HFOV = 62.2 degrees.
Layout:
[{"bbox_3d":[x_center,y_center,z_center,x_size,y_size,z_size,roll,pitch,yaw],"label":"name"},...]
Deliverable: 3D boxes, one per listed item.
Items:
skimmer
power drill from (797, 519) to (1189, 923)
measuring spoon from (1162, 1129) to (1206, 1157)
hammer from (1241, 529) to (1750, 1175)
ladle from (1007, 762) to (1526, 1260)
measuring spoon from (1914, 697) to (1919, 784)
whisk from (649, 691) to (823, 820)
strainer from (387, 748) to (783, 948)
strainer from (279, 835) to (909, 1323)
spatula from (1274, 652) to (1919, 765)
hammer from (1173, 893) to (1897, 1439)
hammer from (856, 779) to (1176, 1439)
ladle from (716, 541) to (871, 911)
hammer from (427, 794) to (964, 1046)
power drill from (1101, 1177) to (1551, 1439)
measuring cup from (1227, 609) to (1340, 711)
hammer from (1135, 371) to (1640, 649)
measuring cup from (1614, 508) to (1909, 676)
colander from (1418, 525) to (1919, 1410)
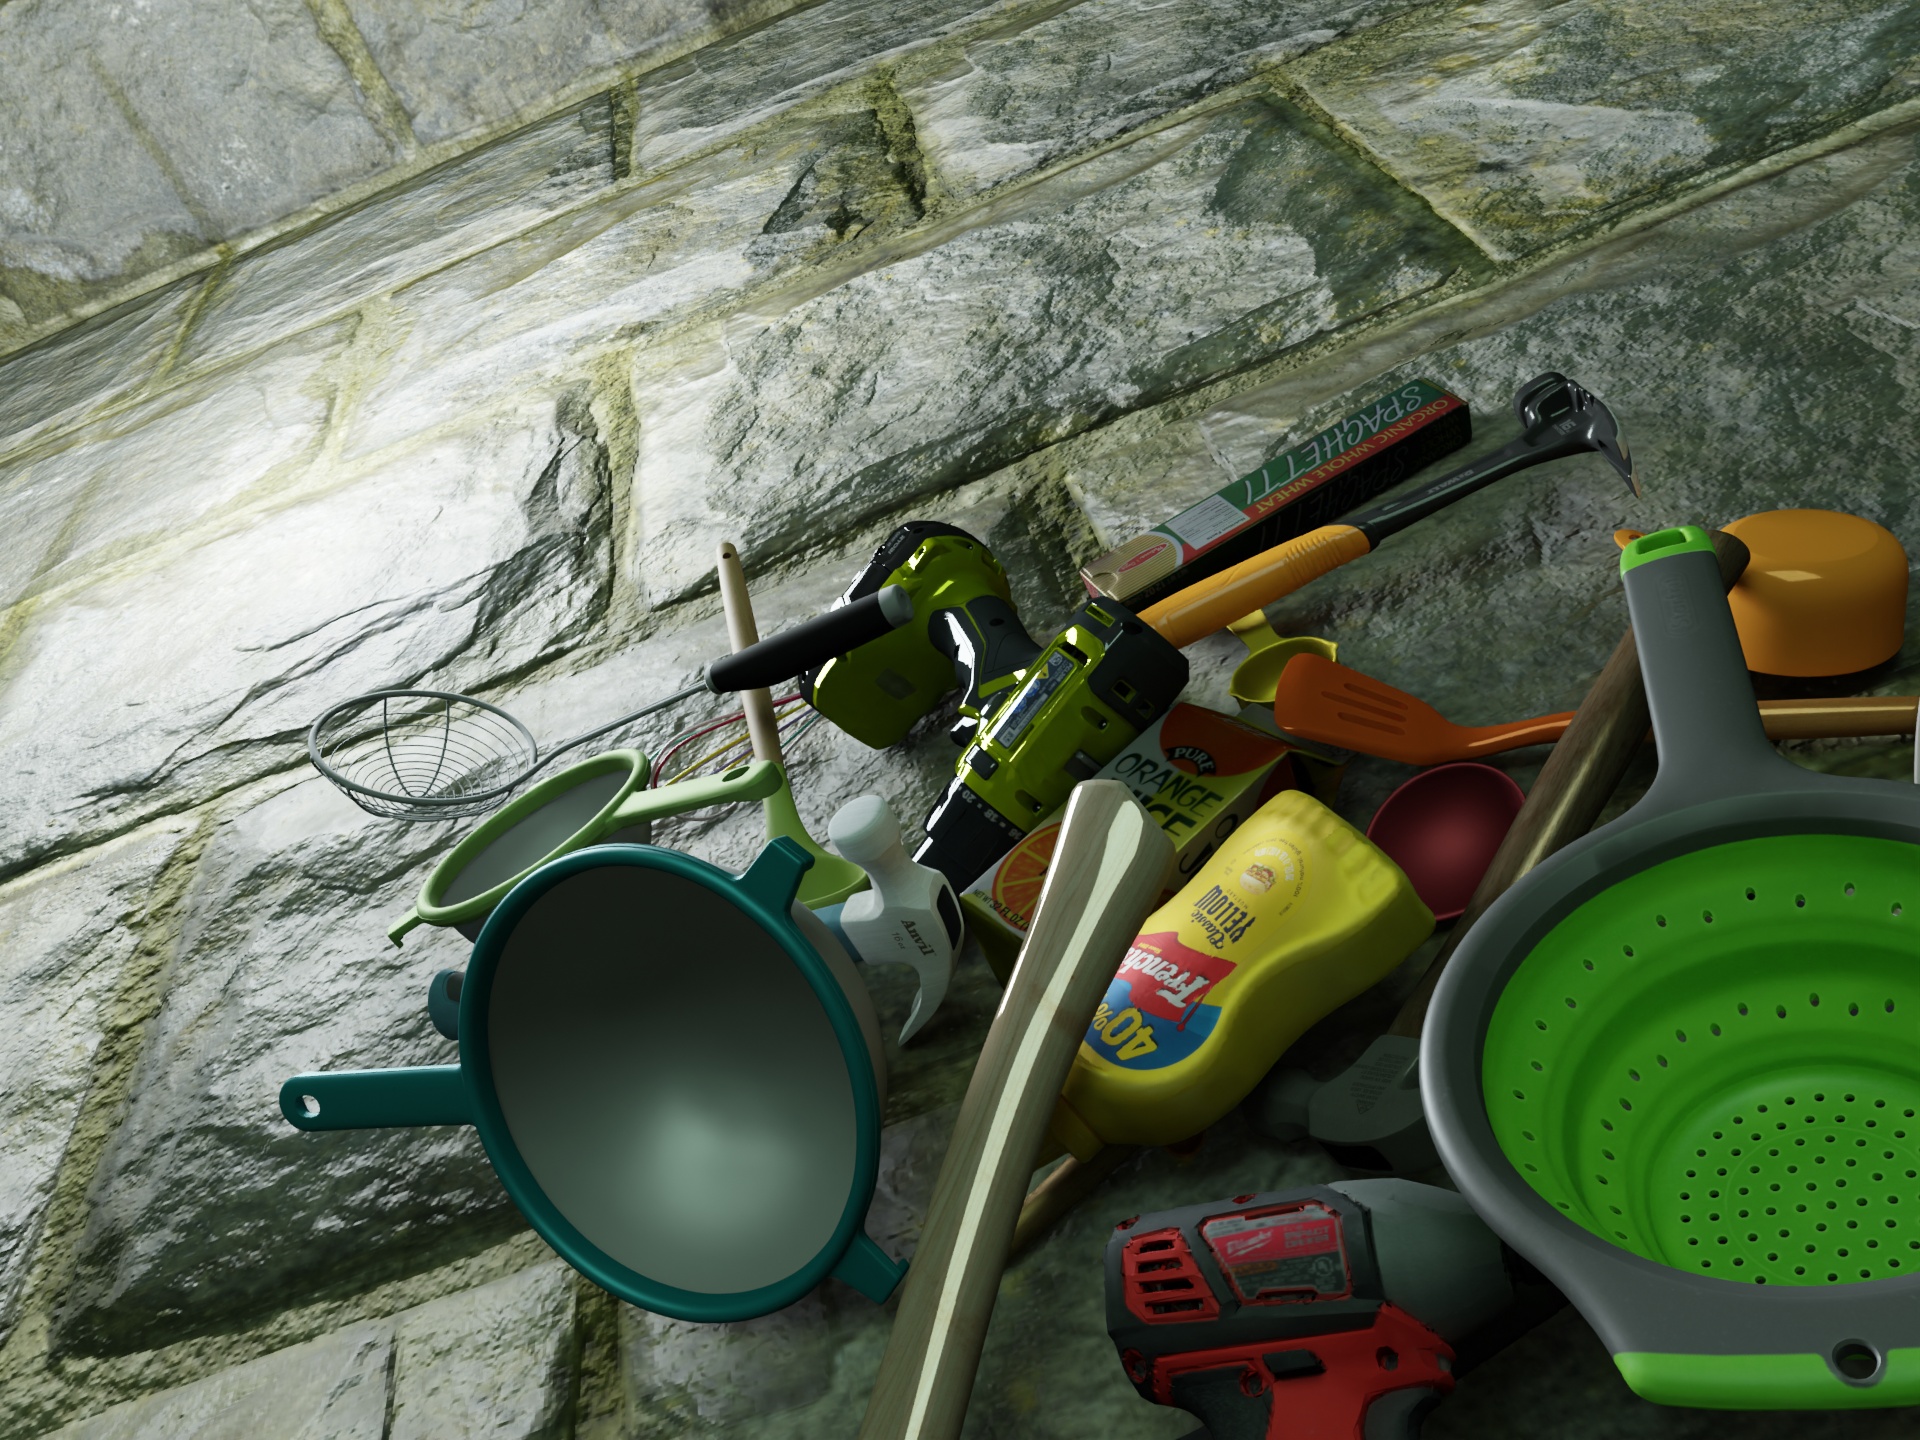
[{"bbox_3d":[-0.202,-0.026,0.900,0.363,0.090,0.127,-21,19,20],"label":"skimmer"},{"bbox_3d":[-0.001,-0.003,0.851,0.190,0.080,0.229,-51,35,3],"label":"power drill"},{"bbox_3d":[0.123,0.137,0.669,0.021,0.011,0.117,32,69,29],"label":"measuring spoon"},{"bbox_3d":[0.243,0.043,0.652,0.331,0.031,0.130,-51,18,-21],"label":"hammer"},{"bbox_3d":[0.129,0.128,0.691,0.315,0.031,0.069,-38,50,-13],"label":"ladle"},{"bbox_3d":[0.405,0.016,0.654,0.034,0.018,0.124,12,62,23],"label":"measuring spoon"},{"bbox_3d":[-0.090,-0.011,0.972,0.245,0.047,0.051,-32,50,-16],"label":"whisk"},{"bbox_3d":[-0.183,0.074,0.870,0.256,0.069,0.151,-15,25,35],"label":"strainer"},{"bbox_3d":[-0.166,0.156,0.734,0.340,0.211,0.095,-10,6,28],"label":"strainer"},{"bbox_3d":[0.309,-0.006,0.727,0.322,0.041,0.081,-2,28,21],"label":"spatula"},{"bbox_3d":[0.213,0.176,0.554,0.335,0.035,0.146,-33,32,0],"label":"hammer"},{"bbox_3d":[-0.011,0.207,0.582,0.146,0.038,0.411,4,62,33],"label":"hammer"},{"bbox_3d":[-0.113,0.001,0.903,0.078,0.062,0.321,-12,50,-7],"label":"ladle"},{"bbox_3d":[-0.145,0.122,0.796,0.331,0.128,0.033,-14,32,29],"label":"hammer"},{"bbox_3d":[0.121,0.246,0.471,0.143,0.078,0.220,-15,51,18],"label":"power drill"},{"bbox_3d":[0.167,-0.037,0.876,0.062,0.029,0.157,-25,25,5],"label":"measuring cup"},{"bbox_3d":[0.189,-0.084,0.859,0.337,0.034,0.127,-26,23,14],"label":"hammer"},{"bbox_3d":[0.375,-0.081,0.770,0.095,0.052,0.174,-16,31,-10],"label":"measuring cup"},{"bbox_3d":[0.268,0.068,0.535,0.204,0.094,0.397,-15,32,26],"label":"colander"}]
